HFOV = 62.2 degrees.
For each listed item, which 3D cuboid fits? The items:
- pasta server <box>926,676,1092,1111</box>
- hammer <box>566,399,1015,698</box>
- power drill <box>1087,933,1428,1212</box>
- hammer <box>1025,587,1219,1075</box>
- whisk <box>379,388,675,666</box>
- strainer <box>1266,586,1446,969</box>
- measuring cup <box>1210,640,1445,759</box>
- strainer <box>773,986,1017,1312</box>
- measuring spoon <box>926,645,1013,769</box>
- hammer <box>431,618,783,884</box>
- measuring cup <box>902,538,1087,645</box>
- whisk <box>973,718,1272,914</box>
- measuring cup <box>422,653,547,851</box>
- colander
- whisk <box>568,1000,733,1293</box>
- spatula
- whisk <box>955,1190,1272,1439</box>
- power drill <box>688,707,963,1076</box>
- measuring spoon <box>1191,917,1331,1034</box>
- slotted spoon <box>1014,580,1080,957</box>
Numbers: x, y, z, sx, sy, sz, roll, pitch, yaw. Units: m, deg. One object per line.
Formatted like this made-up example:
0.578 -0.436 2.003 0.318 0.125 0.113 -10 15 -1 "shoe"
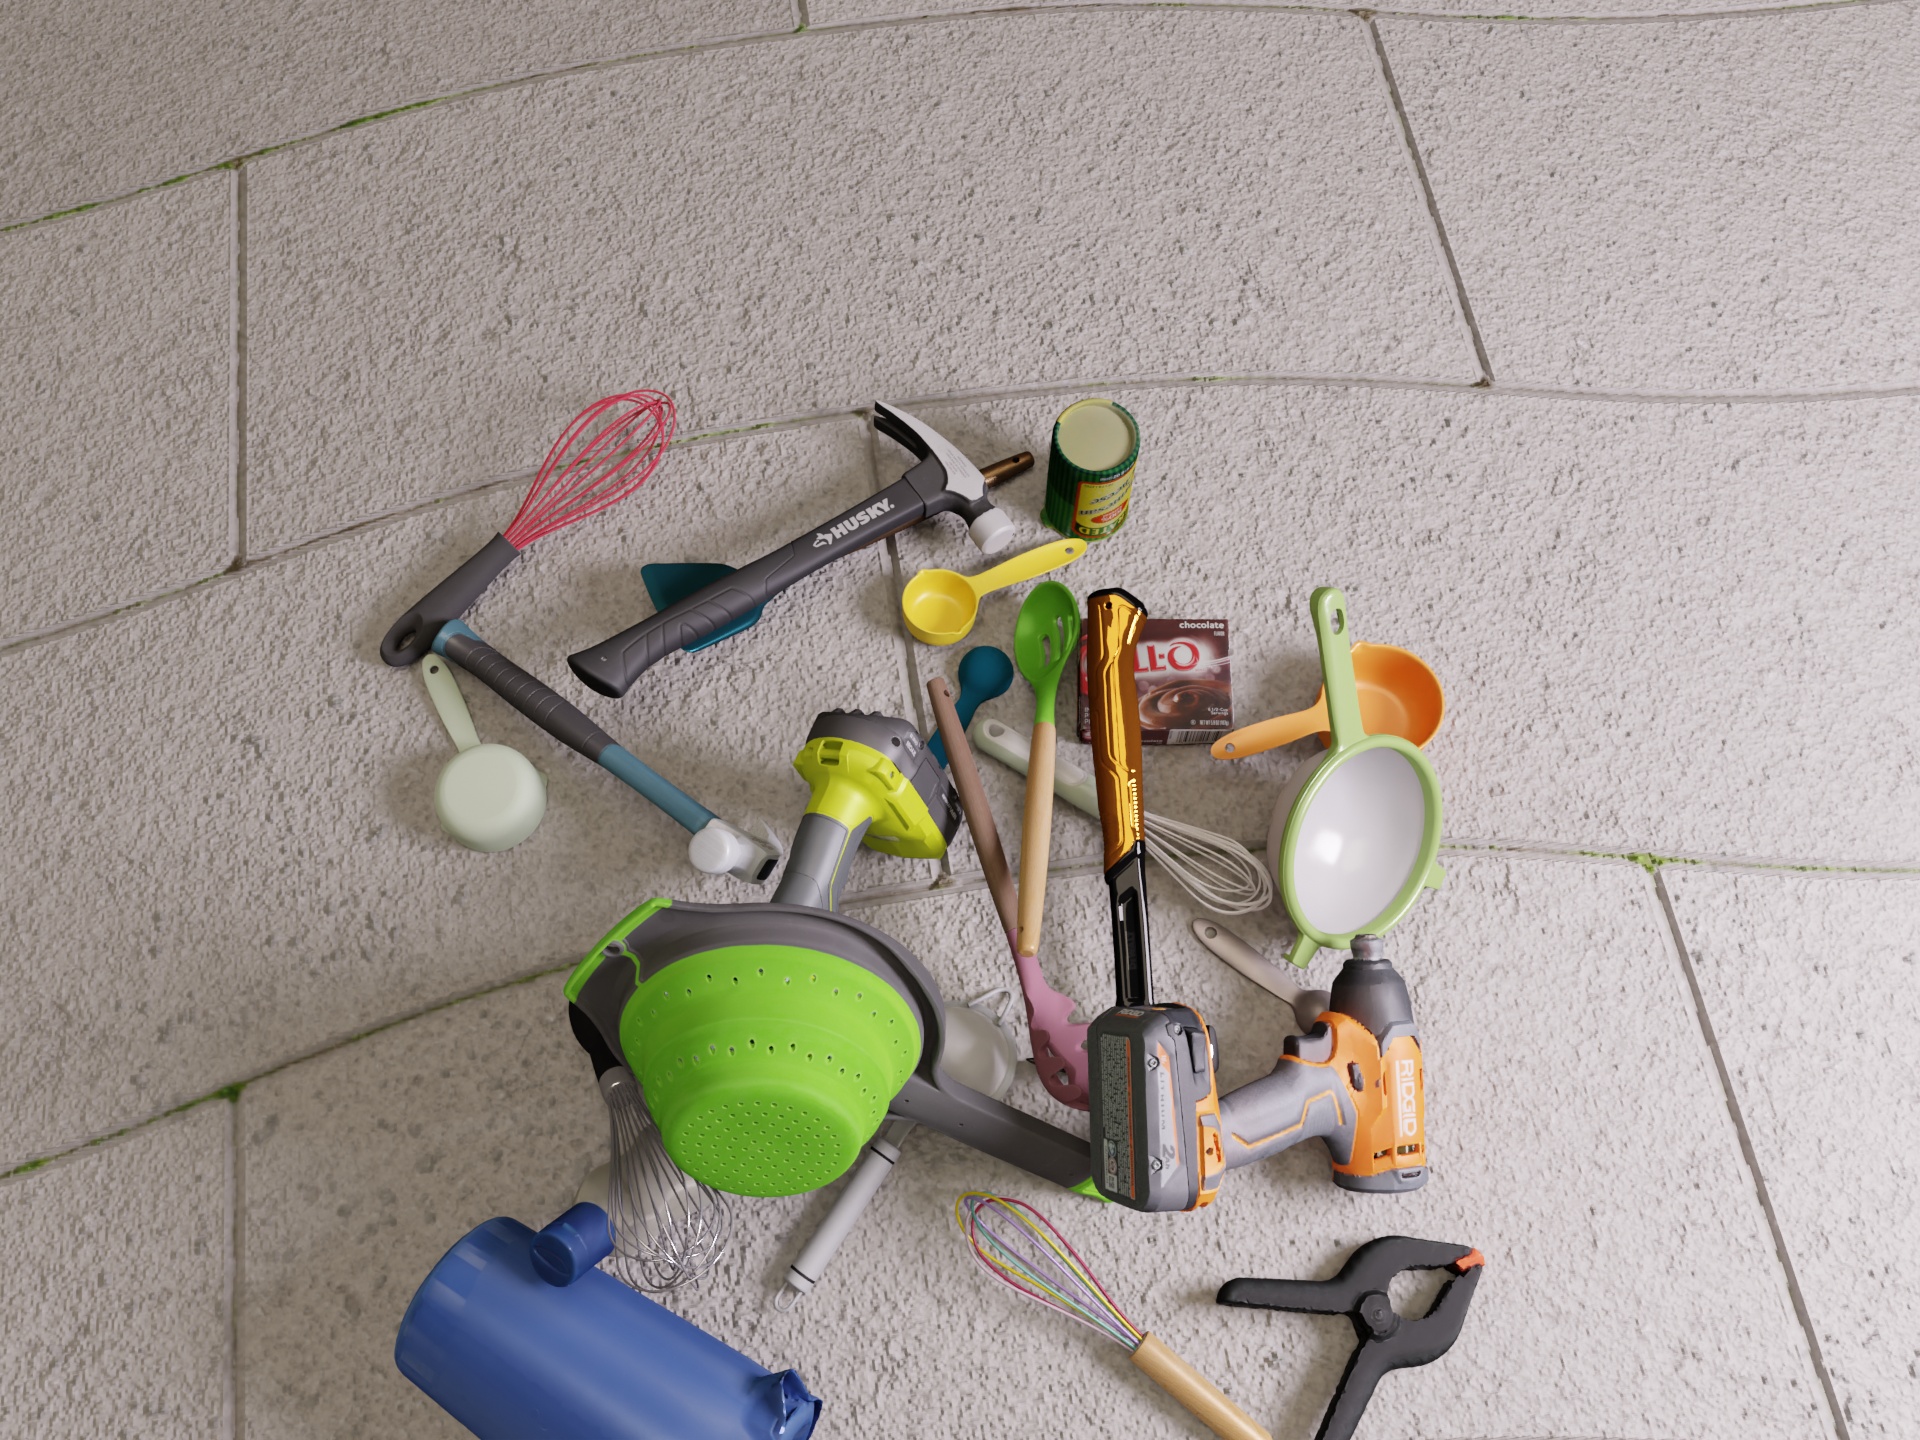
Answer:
0.034 0.112 1.063 0.040 0.060 0.316 -31 68 33 "pasta server"
-0.135 -0.116 1.169 0.335 0.035 0.146 -31 72 -17 "hammer"
0.195 0.221 1.003 0.226 0.084 0.164 1 84 -25 "power drill"
0.103 0.074 1.092 0.127 0.034 0.337 -4 77 13 "hammer"
-0.330 -0.149 1.214 0.073 0.073 0.296 42 81 15 "whisk"
0.245 0.028 1.074 0.151 0.069 0.256 -24 113 -27 "strainer"
0.261 0.006 1.151 0.173 0.052 0.095 -17 69 -4 "measuring cup"
-0.044 0.278 1.053 0.087 0.050 0.258 28 74 27 "strainer"
-0.002 -0.004 1.170 0.042 0.021 0.129 27 70 11 "measuring spoon"
-0.257 0.018 1.125 0.331 0.128 0.033 33 91 22 "hammer"
0.027 -0.102 1.211 0.156 0.029 0.062 -23 67 -17 "measuring cup"
0.113 0.064 1.131 0.246 0.059 0.058 31 53 16 "whisk"
-0.361 0.016 1.156 0.083 0.038 0.168 -26 73 -10 "measuring cup"
-0.046 0.242 0.941 0.396 0.204 0.095 30 34 -25 "colander"
-0.204 0.248 0.989 0.070 0.070 0.285 -28 34 -10 "whisk"
-0.083 -0.141 1.215 0.317 0.044 0.082 -27 69 -11 "spatula"
0.095 0.384 1.014 0.245 0.051 0.047 38 99 10 "whisk"
-0.082 0.126 1.053 0.080 0.190 0.229 5 55 31 "power drill"
0.213 0.175 1.102 0.124 0.018 0.034 36 73 14 "measuring spoon"
0.055 0.027 1.104 0.031 0.070 0.314 30 46 -26 "slotted spoon"
